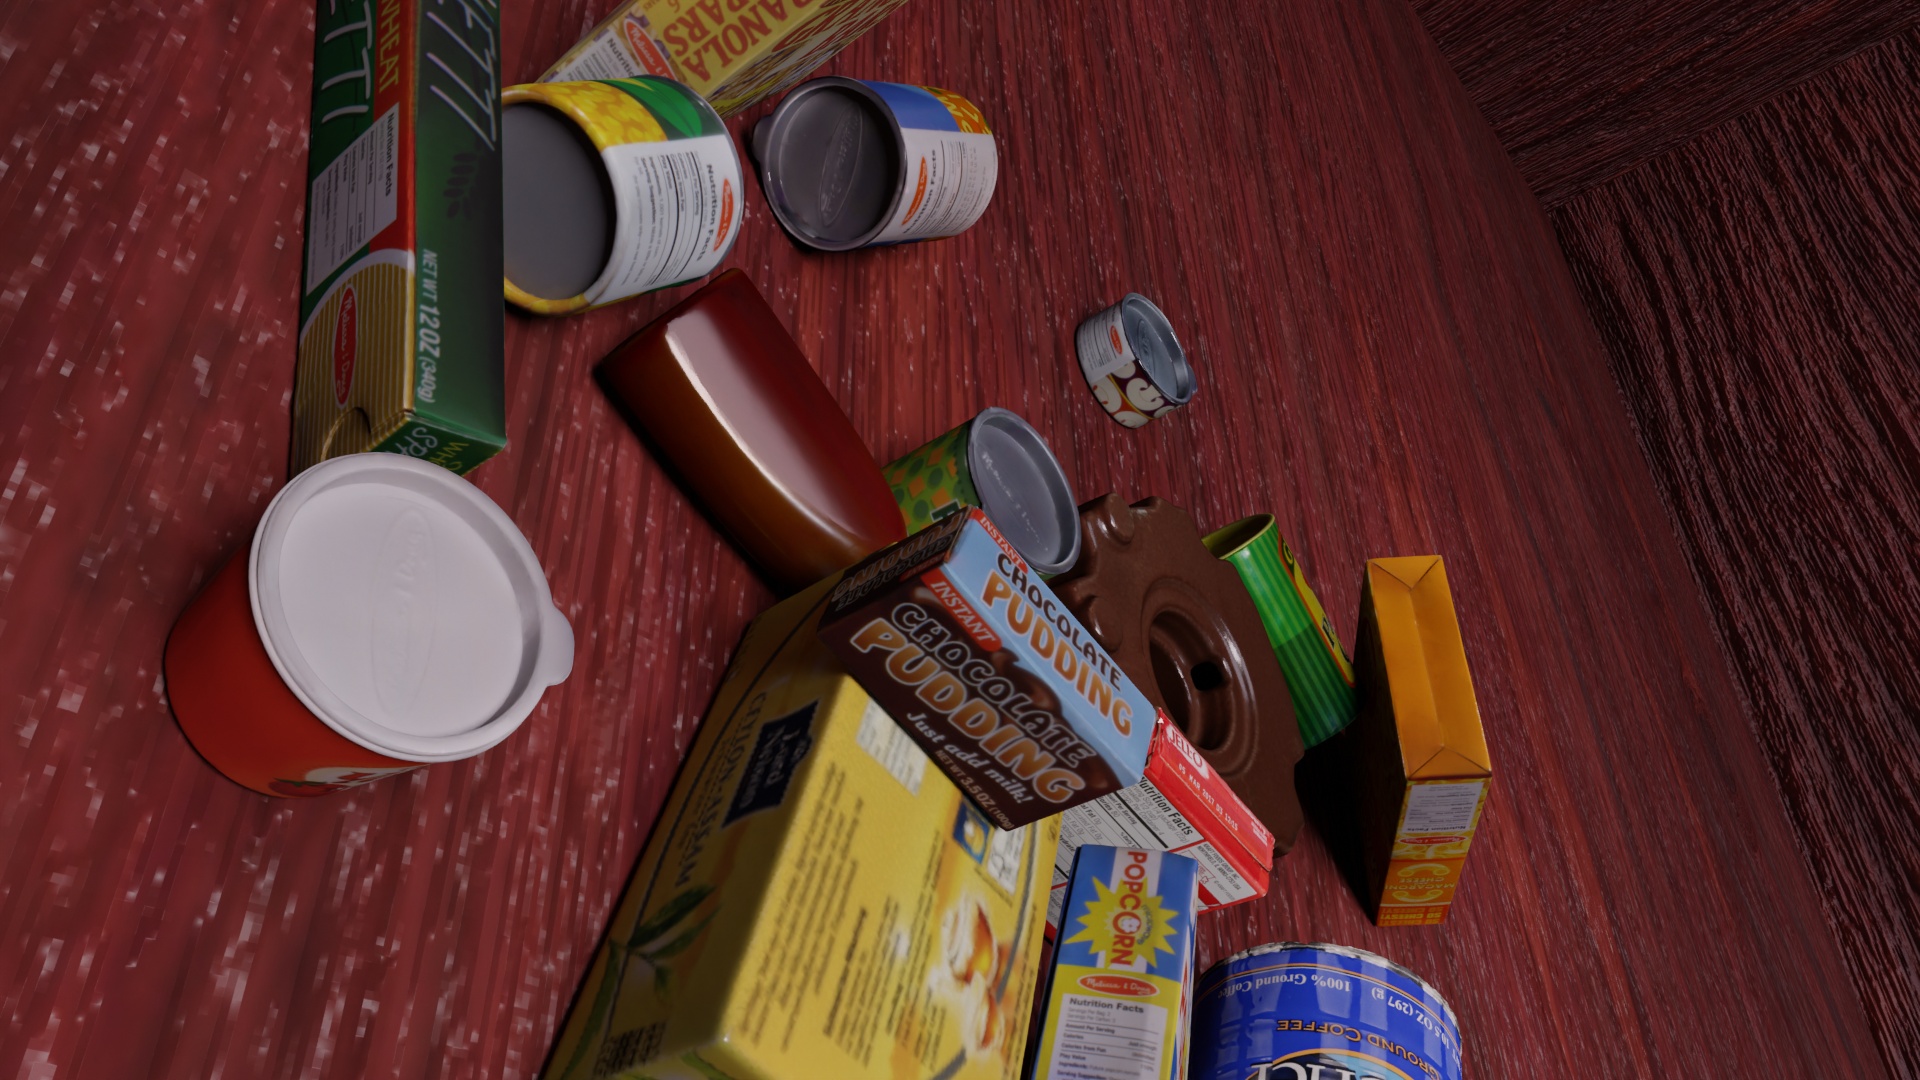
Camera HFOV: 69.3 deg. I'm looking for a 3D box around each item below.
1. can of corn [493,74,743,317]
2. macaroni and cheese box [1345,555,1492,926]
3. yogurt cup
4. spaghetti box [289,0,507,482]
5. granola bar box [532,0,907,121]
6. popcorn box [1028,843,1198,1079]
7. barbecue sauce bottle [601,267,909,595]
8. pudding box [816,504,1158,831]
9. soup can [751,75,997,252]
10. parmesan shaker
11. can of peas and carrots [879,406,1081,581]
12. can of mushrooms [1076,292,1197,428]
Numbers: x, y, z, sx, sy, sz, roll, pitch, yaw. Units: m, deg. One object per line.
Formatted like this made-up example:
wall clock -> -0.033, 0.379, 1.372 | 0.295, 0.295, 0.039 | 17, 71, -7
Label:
can of corn -> -0.111, -0.105, 0.417 | 0.071, 0.071, 0.058 | 61, 31, -5
macaroni and cheese box -> 0.227, 0.106, 0.707 | 0.165, 0.040, 0.124 | 77, 12, -51
yogurt cup -> -0.131, 0.022, 0.300 | 0.072, 0.053, 0.073 | 36, 40, -38
spaghetti box -> -0.153, -0.125, 0.383 | 0.028, 0.050, 0.251 | 24, 48, -49
granola bar box -> -0.063, -0.192, 0.494 | 0.039, 0.124, 0.166 | 56, 31, -15
popcorn box -> 0.047, 0.164, 0.413 | 0.085, 0.038, 0.126 | -71, 161, -51
barbecue sauce bottle -> -0.051, -0.014, 0.457 | 0.148, 0.043, 0.065 | 55, 32, -15
pudding box -> 0.009, 0.035, 0.371 | 0.083, 0.049, 0.030 | 49, 35, -20
soup can -> -0.033, -0.155, 0.570 | 0.071, 0.071, 0.084 | 63, 30, 0
parmesan shaker -> 0.148, 0.047, 0.688 | 0.103, 0.071, 0.071 | 60, 31, -6
can of peas and carrots -> 0.002, -0.006, 0.515 | 0.071, 0.058, 0.071 | 35, 41, -38
can of mushrooms -> 0.095, -0.094, 0.743 | 0.071, 0.033, 0.071 | 36, 40, -37
